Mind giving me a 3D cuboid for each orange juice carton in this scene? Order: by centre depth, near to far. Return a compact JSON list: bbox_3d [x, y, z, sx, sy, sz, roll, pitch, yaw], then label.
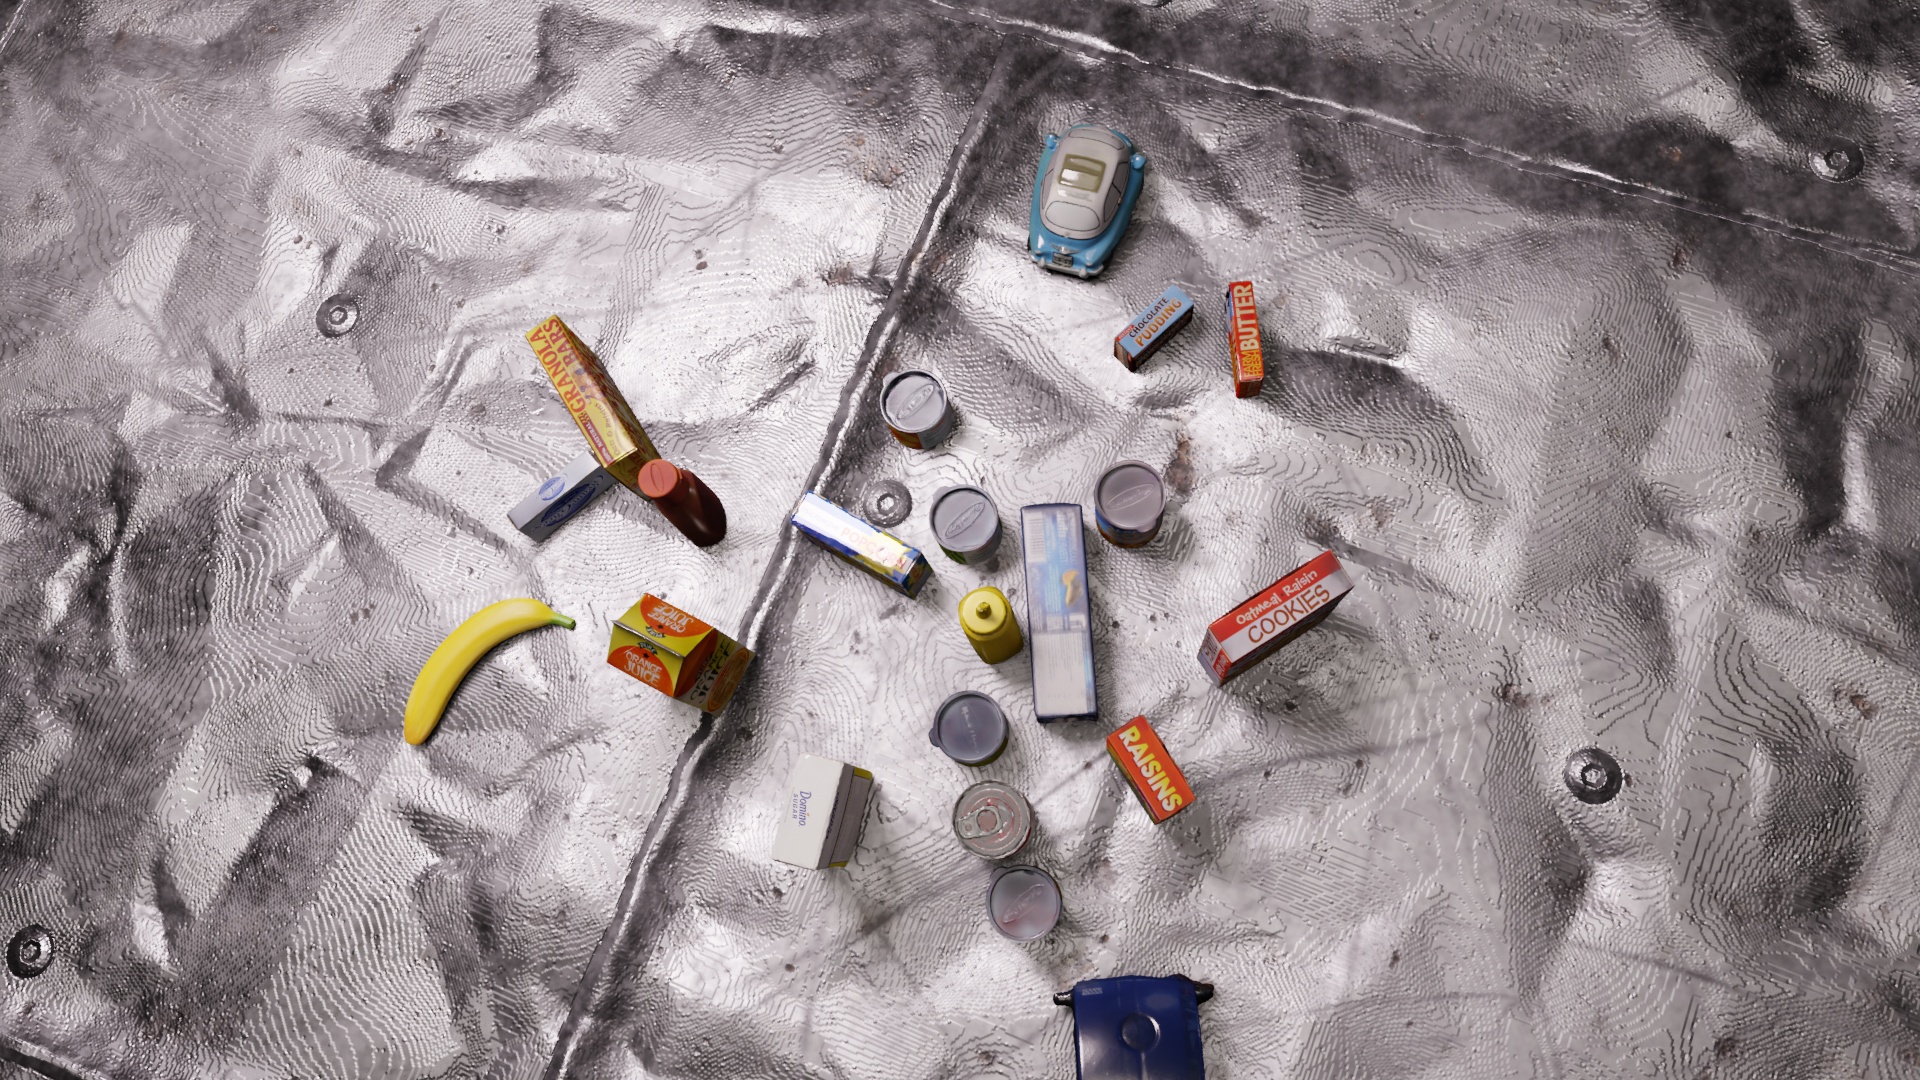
[{"bbox_3d":[-0.255,0.103,1.257,0.072,0.192,0.073,27,81,12],"label":"orange juice carton"}]

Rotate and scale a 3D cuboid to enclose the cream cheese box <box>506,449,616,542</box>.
[{"bbox_3d":[-0.395,-0.044,1.381,0.104,0.053,0.024,-40,76,-4],"label":"cream cheese box"}]

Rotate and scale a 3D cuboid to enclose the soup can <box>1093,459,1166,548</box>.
[{"bbox_3d":[0.160,-0.030,1.303,0.071,0.083,0.071,-1,76,6],"label":"soup can"}]

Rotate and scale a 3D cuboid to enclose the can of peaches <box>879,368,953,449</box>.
[{"bbox_3d":[-0.044,-0.130,1.363,0.071,0.058,0.071,-1,76,6],"label":"can of peaches"}]

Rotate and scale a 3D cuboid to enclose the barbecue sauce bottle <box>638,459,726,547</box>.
[{"bbox_3d":[-0.264,-0.040,1.317,0.044,0.148,0.065,-20,75,1],"label":"barbecue sauce bottle"}]

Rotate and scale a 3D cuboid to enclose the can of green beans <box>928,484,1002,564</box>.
[{"bbox_3d":[0.006,-0.015,1.329,0.071,0.057,0.071,-1,76,6],"label":"can of green beans"}]

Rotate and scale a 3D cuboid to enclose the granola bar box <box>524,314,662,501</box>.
[{"bbox_3d":[-0.352,-0.126,1.361,0.039,0.124,0.166,-33,75,-2],"label":"granola bar box"}]

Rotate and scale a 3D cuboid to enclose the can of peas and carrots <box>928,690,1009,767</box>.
[{"bbox_3d":[0.009,0.175,1.281,0.071,0.058,0.071,-1,76,6],"label":"can of peas and carrots"}]

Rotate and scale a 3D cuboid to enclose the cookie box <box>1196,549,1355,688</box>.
[{"bbox_3d":[0.272,0.072,1.223,0.123,0.167,0.040,-32,75,-2],"label":"cookie box"}]

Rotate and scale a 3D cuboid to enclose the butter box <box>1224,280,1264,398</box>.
[{"bbox_3d":[0.275,-0.195,1.348,0.024,0.053,0.103,-5,76,5],"label":"butter box"}]

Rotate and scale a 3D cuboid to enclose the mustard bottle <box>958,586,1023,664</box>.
[{"bbox_3d":[0.024,0.071,1.253,0.049,0.160,0.065,-26,75,0],"label":"mustard bottle"}]

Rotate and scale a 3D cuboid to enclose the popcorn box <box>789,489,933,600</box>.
[{"bbox_3d":[-0.094,0.005,1.321,0.127,0.085,0.038,29,81,12],"label":"popcorn box"}]

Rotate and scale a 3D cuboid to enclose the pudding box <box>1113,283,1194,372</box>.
[{"bbox_3d":[0.189,-0.208,1.362,0.084,0.049,0.030,-42,76,-5],"label":"pudding box"}]

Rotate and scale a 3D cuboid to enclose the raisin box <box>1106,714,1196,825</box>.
[{"bbox_3d":[0.167,0.204,1.223,0.040,0.123,0.086,-31,75,-2],"label":"raisin box"}]

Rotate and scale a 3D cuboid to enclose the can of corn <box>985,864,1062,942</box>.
[{"bbox_3d":[0.056,0.321,1.239,0.071,0.058,0.071,-1,76,6],"label":"can of corn"}]
